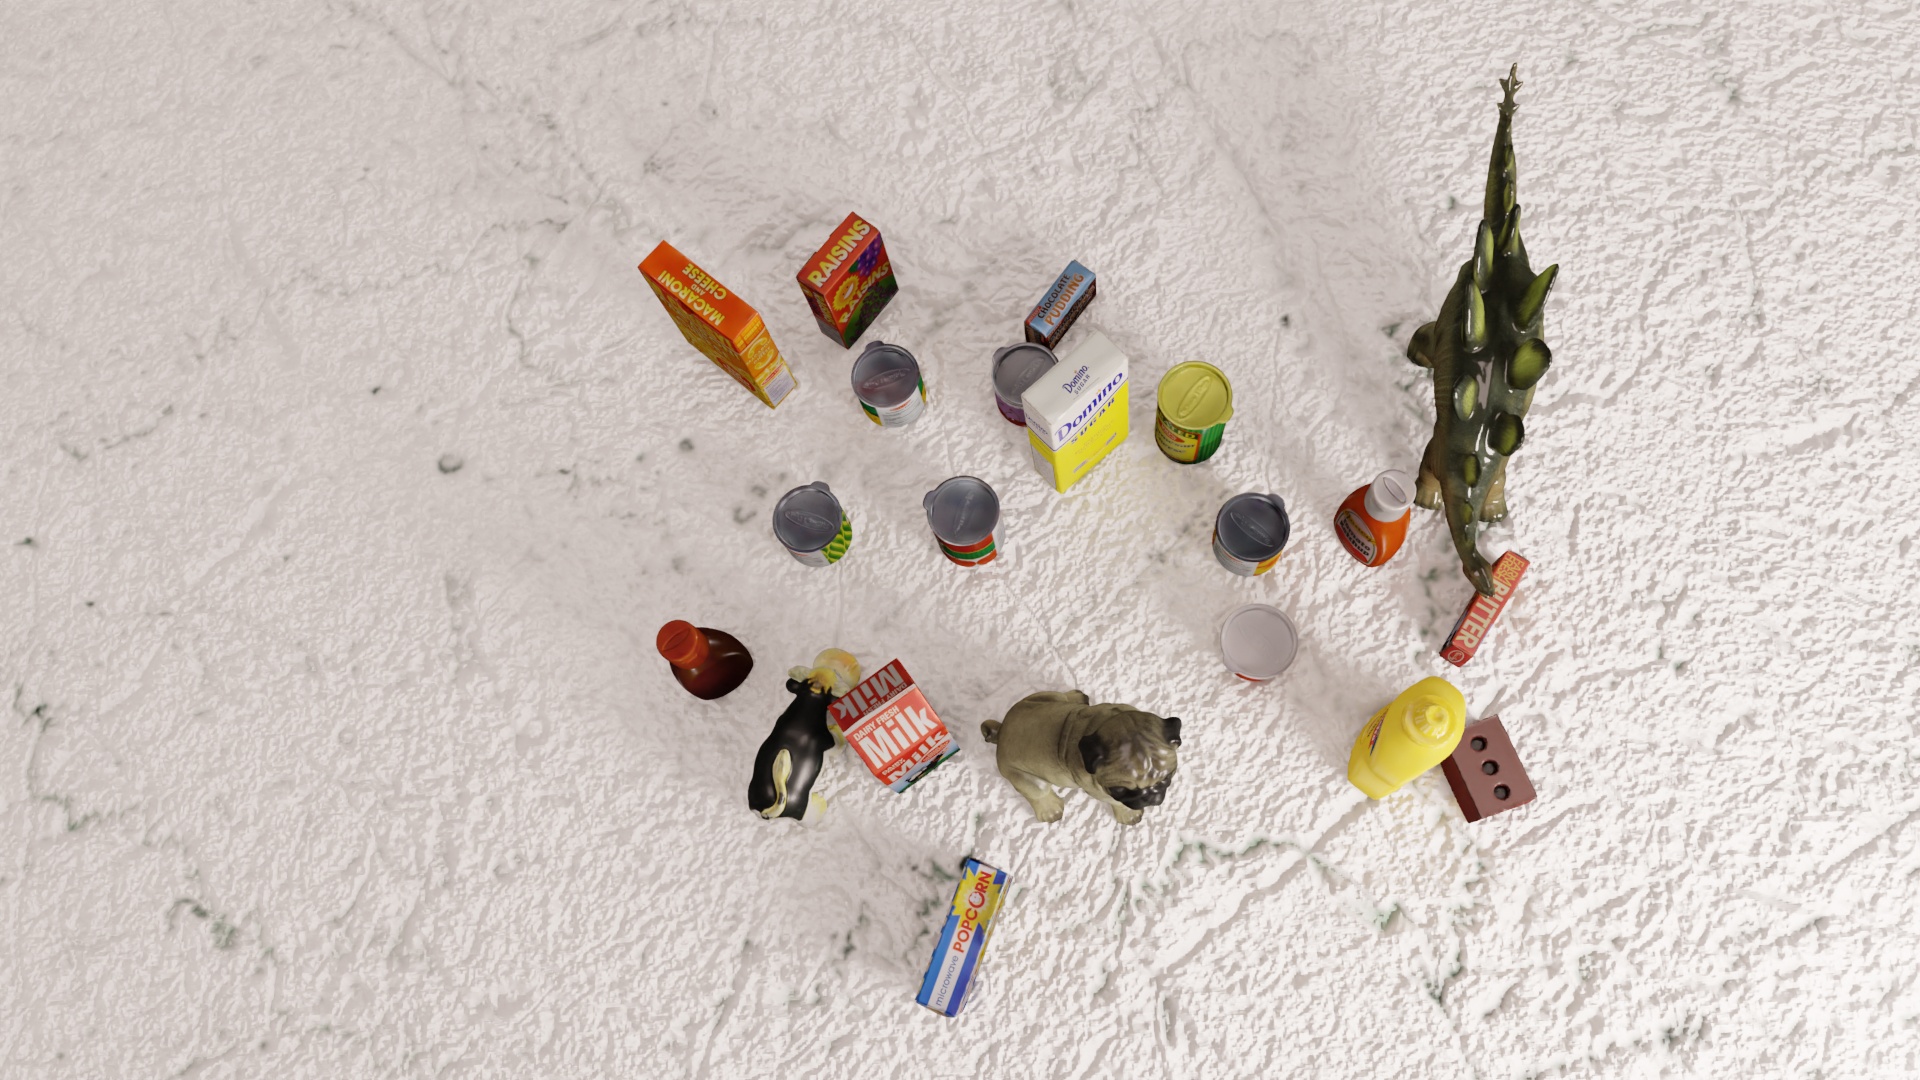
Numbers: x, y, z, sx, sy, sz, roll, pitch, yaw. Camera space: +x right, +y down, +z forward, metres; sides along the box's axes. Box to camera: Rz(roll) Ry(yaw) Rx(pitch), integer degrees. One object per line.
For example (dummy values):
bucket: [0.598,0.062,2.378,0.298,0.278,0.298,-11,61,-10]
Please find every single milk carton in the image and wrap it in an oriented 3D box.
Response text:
milk carton: [-0.056,0.158,1.185,0.072,0.190,0.073,-36,74,-5]

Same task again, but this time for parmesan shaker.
parmesan shaker: [0.216,-0.114,1.284,0.071,0.103,0.071,-2,74,6]

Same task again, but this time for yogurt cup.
yogurt cup: [0.265,0.095,1.243,0.072,0.054,0.072,-2,74,5]

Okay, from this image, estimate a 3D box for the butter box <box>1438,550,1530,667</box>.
butter box: [0.464,0.061,1.233,0.024,0.053,0.103,32,79,14]

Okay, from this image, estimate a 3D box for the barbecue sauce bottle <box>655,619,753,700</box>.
barbecue sauce bottle: [-0.232,0.104,1.241,0.065,0.148,0.044,-37,74,-5]

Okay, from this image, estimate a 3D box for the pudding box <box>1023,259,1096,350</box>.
pudding box: [0.098,-0.228,1.357,0.030,0.049,0.084,36,80,14]

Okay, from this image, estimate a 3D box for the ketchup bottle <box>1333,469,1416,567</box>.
ketchup bottle: [0.366,-0.023,1.218,0.043,0.148,0.065,-34,74,-4]

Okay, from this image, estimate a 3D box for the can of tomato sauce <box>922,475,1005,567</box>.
can of tomato sauce: [0.005,-0.016,1.287,0.071,0.083,0.071,-2,74,5]

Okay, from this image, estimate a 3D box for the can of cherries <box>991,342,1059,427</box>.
can of cherries: [0.063,-0.150,1.333,0.071,0.058,0.071,-2,74,5]

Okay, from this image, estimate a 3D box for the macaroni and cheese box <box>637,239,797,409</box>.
macaroni and cheese box: [-0.228,-0.201,1.322,0.124,0.166,0.040,38,81,15]

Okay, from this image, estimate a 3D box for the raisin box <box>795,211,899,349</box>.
raisin box: [-0.108,-0.250,1.346,0.040,0.123,0.086,37,81,14]

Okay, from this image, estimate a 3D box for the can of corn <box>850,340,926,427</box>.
can of corn: [-0.069,-0.151,1.347,0.071,0.058,0.071,-2,74,5]

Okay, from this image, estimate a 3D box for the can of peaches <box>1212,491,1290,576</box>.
can of peaches: [0.266,-0.006,1.270,0.071,0.058,0.071,-2,74,5]

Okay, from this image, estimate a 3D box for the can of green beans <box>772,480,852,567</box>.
can of green beans: [-0.139,-0.013,1.314,0.071,0.057,0.071,-2,74,5]

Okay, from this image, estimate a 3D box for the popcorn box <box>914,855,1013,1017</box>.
popcorn box: [0.004,0.337,1.181,0.038,0.085,0.127,19,77,11]
